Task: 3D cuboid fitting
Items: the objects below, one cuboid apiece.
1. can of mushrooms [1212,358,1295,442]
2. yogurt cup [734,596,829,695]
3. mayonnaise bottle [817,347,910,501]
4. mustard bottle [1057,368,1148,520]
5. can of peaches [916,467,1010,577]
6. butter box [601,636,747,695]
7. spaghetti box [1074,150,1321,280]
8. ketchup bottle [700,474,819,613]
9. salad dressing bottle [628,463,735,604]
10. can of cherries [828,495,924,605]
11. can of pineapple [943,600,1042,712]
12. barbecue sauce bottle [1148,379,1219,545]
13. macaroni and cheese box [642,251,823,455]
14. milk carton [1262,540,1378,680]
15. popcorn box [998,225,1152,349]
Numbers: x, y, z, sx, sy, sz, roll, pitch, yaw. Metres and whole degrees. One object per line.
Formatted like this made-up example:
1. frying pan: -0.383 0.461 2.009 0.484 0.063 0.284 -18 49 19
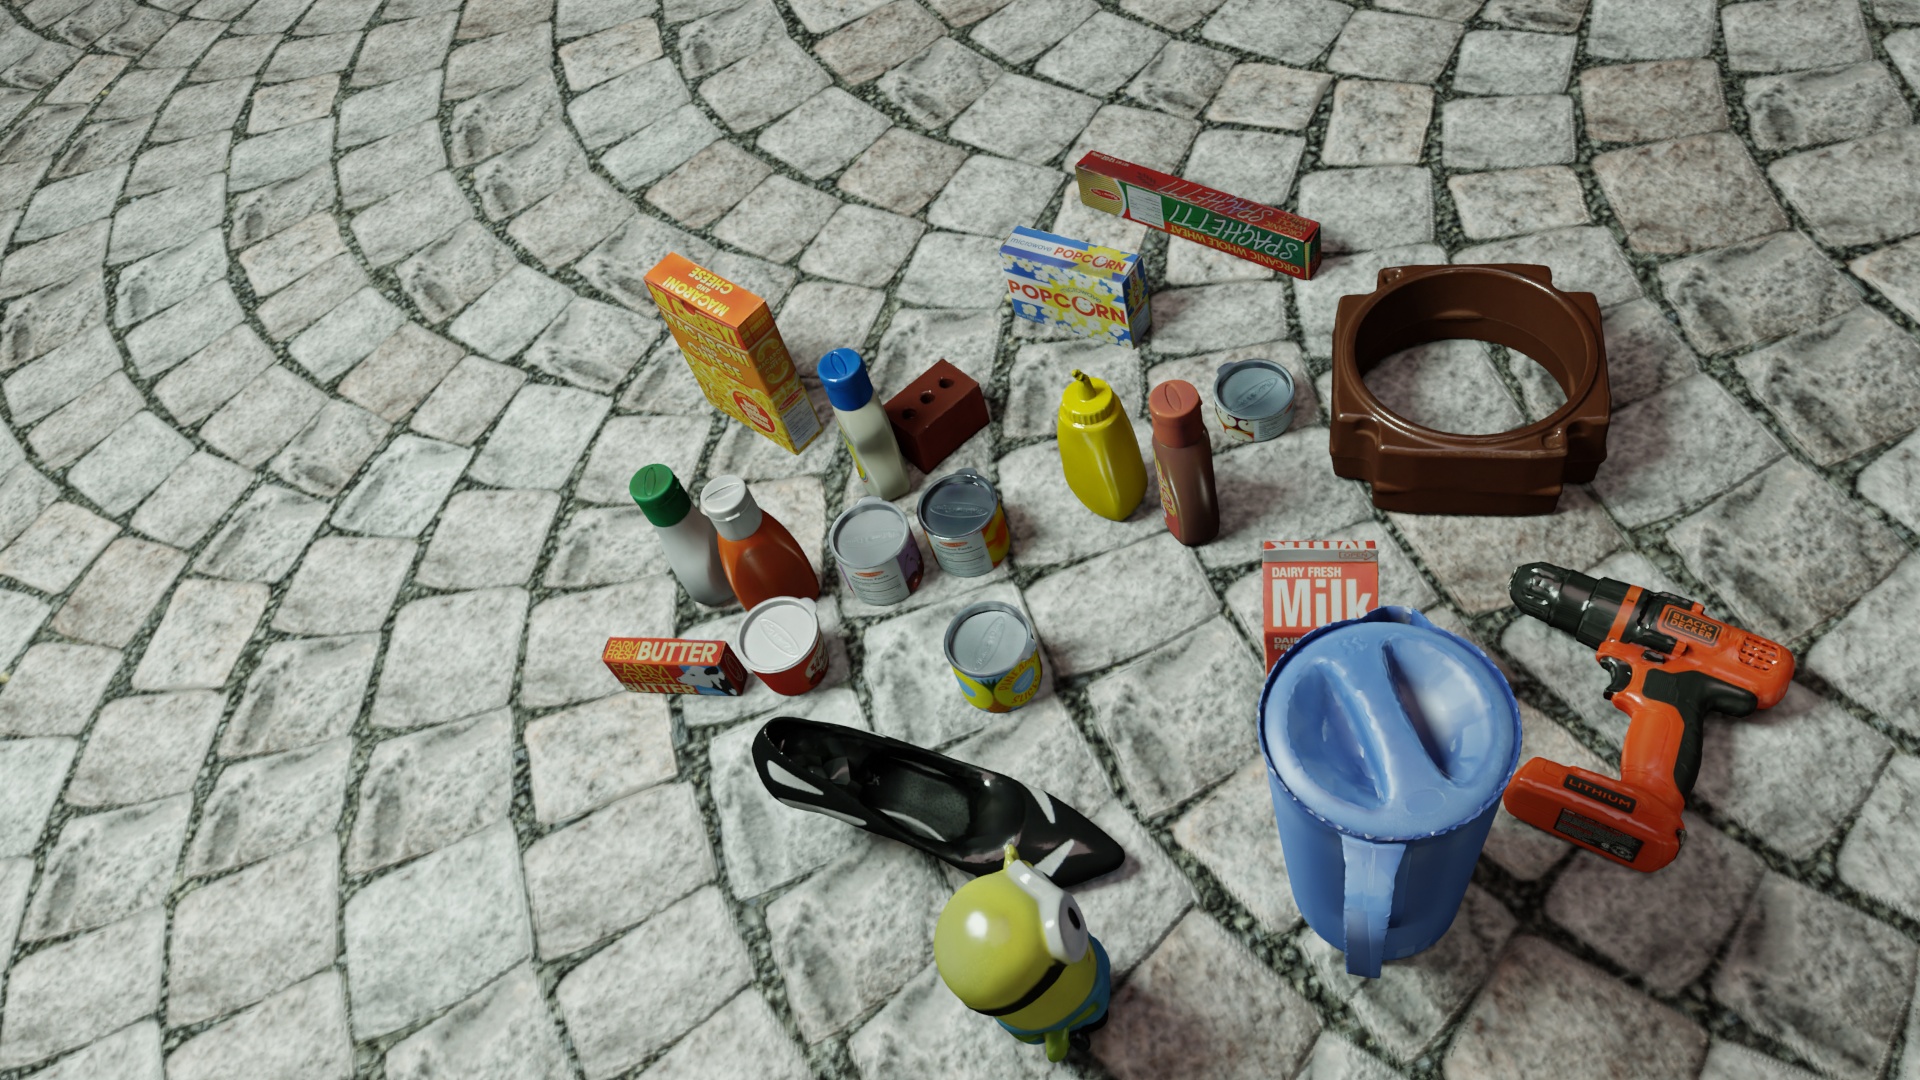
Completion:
1. can of mushrooms: 0.242 -0.117 1.151 0.071 0.033 0.071 -7 53 10
2. yogurt cup: -0.137 0.086 1.090 0.072 0.053 0.073 -7 53 10
3. mayonnaise bottle: -0.081 -0.097 1.149 0.041 0.147 0.065 -26 53 -4
4. mustard bottle: 0.107 -0.080 1.080 0.065 0.159 0.049 32 68 31
5. can of peaches: 0.004 -0.014 1.123 0.071 0.057 0.071 -7 54 10
6. butter box: -0.227 0.100 1.104 0.103 0.053 0.024 1 55 15
7. spaghetti box: 0.217 -0.302 1.281 0.250 0.050 0.029 27 66 29
8. ketchup bottle: -0.161 0.007 1.094 0.065 0.148 0.044 -25 53 -3
9. salad dressing bottle: -0.221 -0.005 1.119 0.044 0.147 0.064 -10 53 8
10. can of cherries: -0.066 0.008 1.125 0.071 0.058 0.072 -7 54 10
11. can of pineapple: 0.027 0.089 1.043 0.071 0.057 0.071 -7 54 10
12. barbecue sauce bottle: 0.170 -0.061 1.057 0.044 0.148 0.065 -16 53 3
13. macaroni and cheese box: -0.197 -0.161 1.215 0.124 0.165 0.040 30 67 31
14. milk carton: 0.239 0.059 0.925 0.072 0.189 0.074 -1 55 14
15. popcorn box: 0.102 -0.226 1.234 0.127 0.085 0.038 21 63 27
